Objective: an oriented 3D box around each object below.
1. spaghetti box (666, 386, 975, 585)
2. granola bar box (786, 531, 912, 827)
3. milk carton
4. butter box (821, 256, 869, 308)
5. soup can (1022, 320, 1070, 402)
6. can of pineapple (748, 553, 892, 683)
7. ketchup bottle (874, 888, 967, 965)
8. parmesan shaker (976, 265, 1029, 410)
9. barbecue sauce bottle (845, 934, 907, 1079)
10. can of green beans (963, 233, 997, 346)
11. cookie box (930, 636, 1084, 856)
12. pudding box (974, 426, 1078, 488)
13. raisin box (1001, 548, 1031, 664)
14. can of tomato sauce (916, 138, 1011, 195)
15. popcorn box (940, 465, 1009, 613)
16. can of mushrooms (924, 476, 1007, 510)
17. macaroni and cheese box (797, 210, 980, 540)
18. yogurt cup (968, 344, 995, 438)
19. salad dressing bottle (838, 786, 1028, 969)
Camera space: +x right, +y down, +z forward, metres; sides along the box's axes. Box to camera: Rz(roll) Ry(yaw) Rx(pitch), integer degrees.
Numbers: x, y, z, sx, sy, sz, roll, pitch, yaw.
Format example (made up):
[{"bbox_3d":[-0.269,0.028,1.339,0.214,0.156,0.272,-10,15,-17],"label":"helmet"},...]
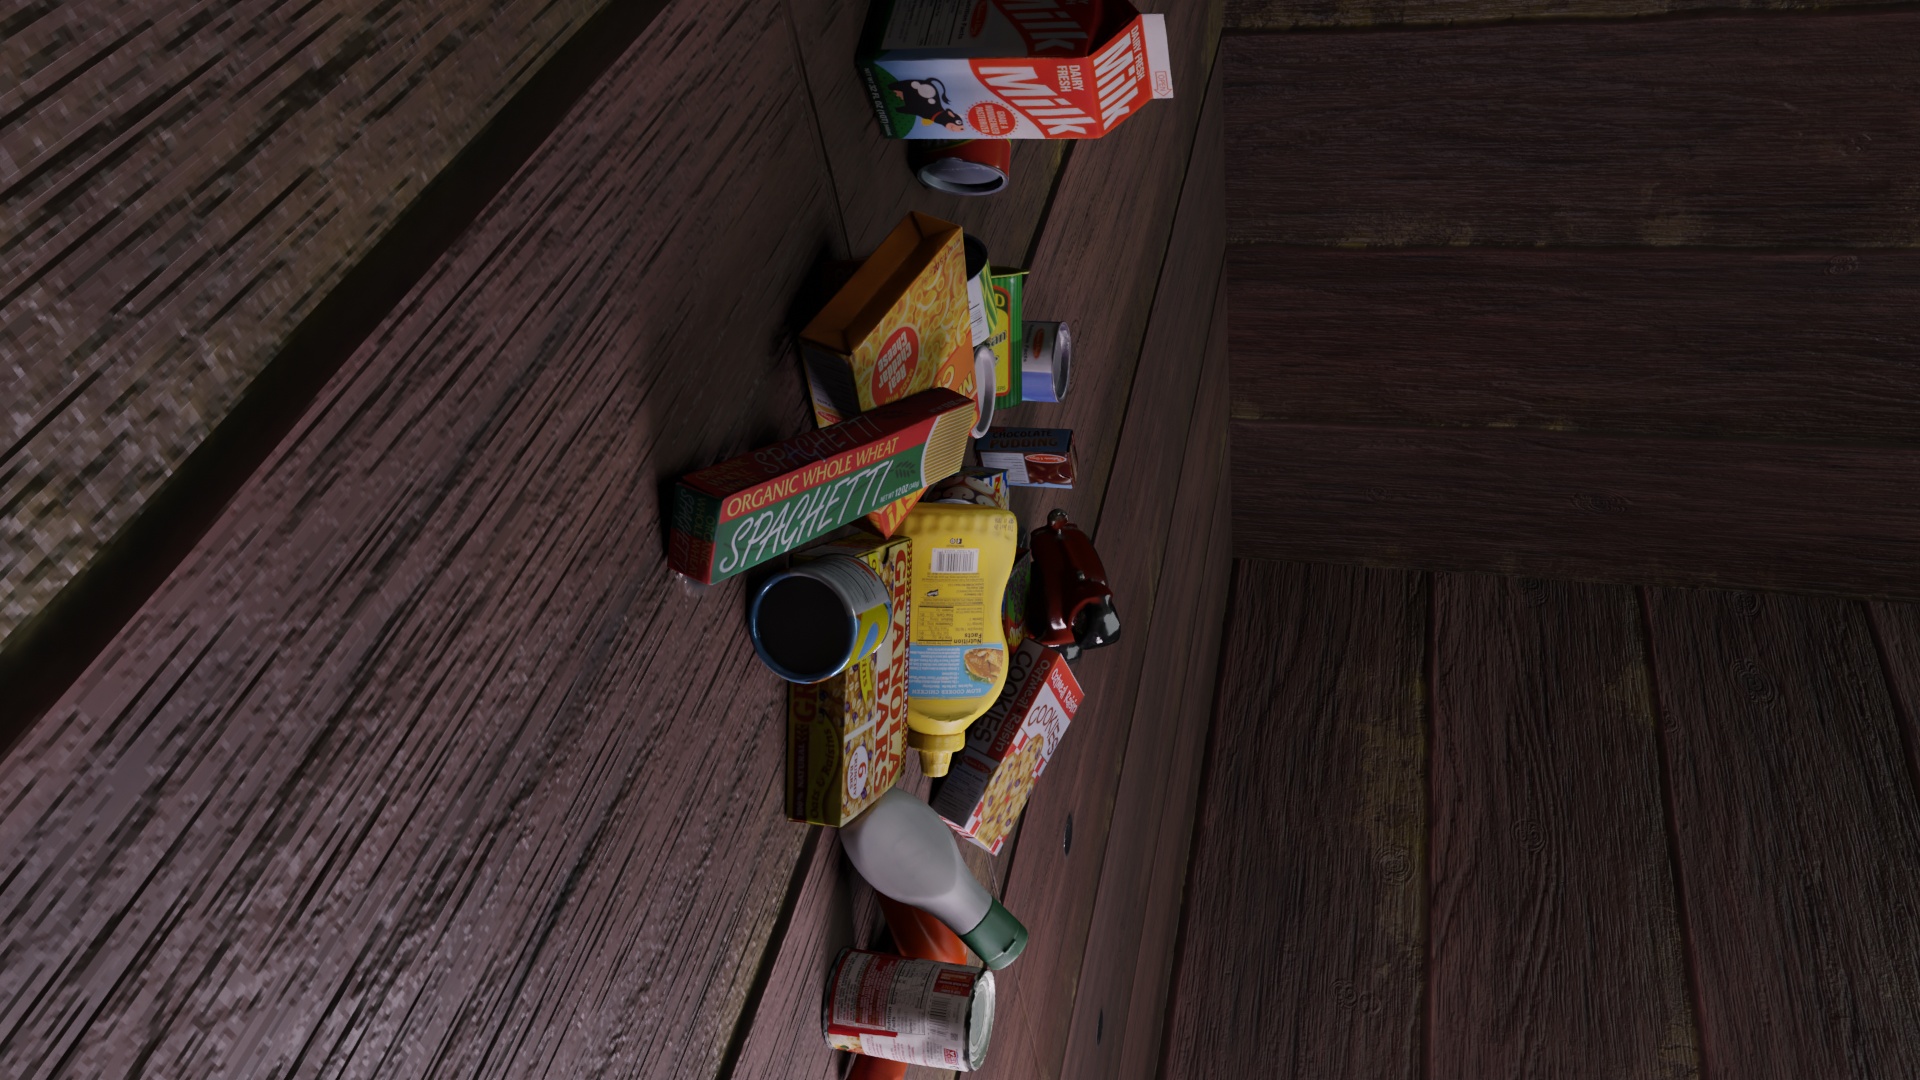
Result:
[{"bbox_3d":[-0.067,-0.036,0.764,0.251,0.029,0.050,-29,137,-56],"label":"spaghetti box"},{"bbox_3d":[-0.068,0.084,0.884,0.124,0.039,0.165,-21,114,-73],"label":"granola bar box"},{"bbox_3d":[0.038,-0.308,0.891,0.072,0.190,0.074,65,33,-59],"label":"milk carton"},{"bbox_3d":[-0.059,-0.154,0.887,0.104,0.024,0.053,-38,131,-69],"label":"butter box"},{"bbox_3d":[0.044,-0.147,1.141,0.071,0.084,0.071,3,91,-74],"label":"soup can"},{"bbox_3d":[-0.080,0.045,0.787,0.058,0.071,0.071,-21,114,-72],"label":"can of pineapple"},{"bbox_3d":[-0.024,0.273,0.992,0.065,0.043,0.148,-31,104,-62],"label":"ketchup bottle"},{"bbox_3d":[0.018,-0.156,1.070,0.071,0.071,0.102,-46,137,-66],"label":"parmesan shaker"},{"bbox_3d":[-0.045,0.342,1.015,0.149,0.043,0.064,-66,150,-49],"label":"barbecue sauce bottle"},{"bbox_3d":[-0.009,-0.175,0.982,0.057,0.071,0.071,77,23,-47],"label":"can of green beans"},{"bbox_3d":[0.043,0.178,1.199,0.168,0.040,0.122,-60,157,-14],"label":"cookie box"},{"bbox_3d":[0.059,-0.072,1.209,0.049,0.084,0.030,74,25,-50],"label":"pudding box"},{"bbox_3d":[0.036,0.075,1.247,0.086,0.040,0.123,-42,134,-69],"label":"raisin box"},{"bbox_3d":[0.004,-0.301,1.001,0.071,0.071,0.083,26,68,-73],"label":"can of tomato sauce"},{"bbox_3d":[0.011,0.005,1.143,0.085,0.038,0.126,-24,116,-72],"label":"popcorn box"},{"bbox_3d":[0.004,-0.013,1.055,0.034,0.071,0.070,-68,156,-52],"label":"can of mushrooms"},{"bbox_3d":[-0.039,-0.099,0.860,0.124,0.040,0.165,-54,155,-30],"label":"macaroni and cheese box"},{"bbox_3d":[-0.009,-0.110,1.020,0.072,0.054,0.072,2,91,-74],"label":"yogurt cup"},{"bbox_3d":[-0.016,0.229,0.938,0.064,0.147,0.044,-47,-168,-16],"label":"salad dressing bottle"}]
